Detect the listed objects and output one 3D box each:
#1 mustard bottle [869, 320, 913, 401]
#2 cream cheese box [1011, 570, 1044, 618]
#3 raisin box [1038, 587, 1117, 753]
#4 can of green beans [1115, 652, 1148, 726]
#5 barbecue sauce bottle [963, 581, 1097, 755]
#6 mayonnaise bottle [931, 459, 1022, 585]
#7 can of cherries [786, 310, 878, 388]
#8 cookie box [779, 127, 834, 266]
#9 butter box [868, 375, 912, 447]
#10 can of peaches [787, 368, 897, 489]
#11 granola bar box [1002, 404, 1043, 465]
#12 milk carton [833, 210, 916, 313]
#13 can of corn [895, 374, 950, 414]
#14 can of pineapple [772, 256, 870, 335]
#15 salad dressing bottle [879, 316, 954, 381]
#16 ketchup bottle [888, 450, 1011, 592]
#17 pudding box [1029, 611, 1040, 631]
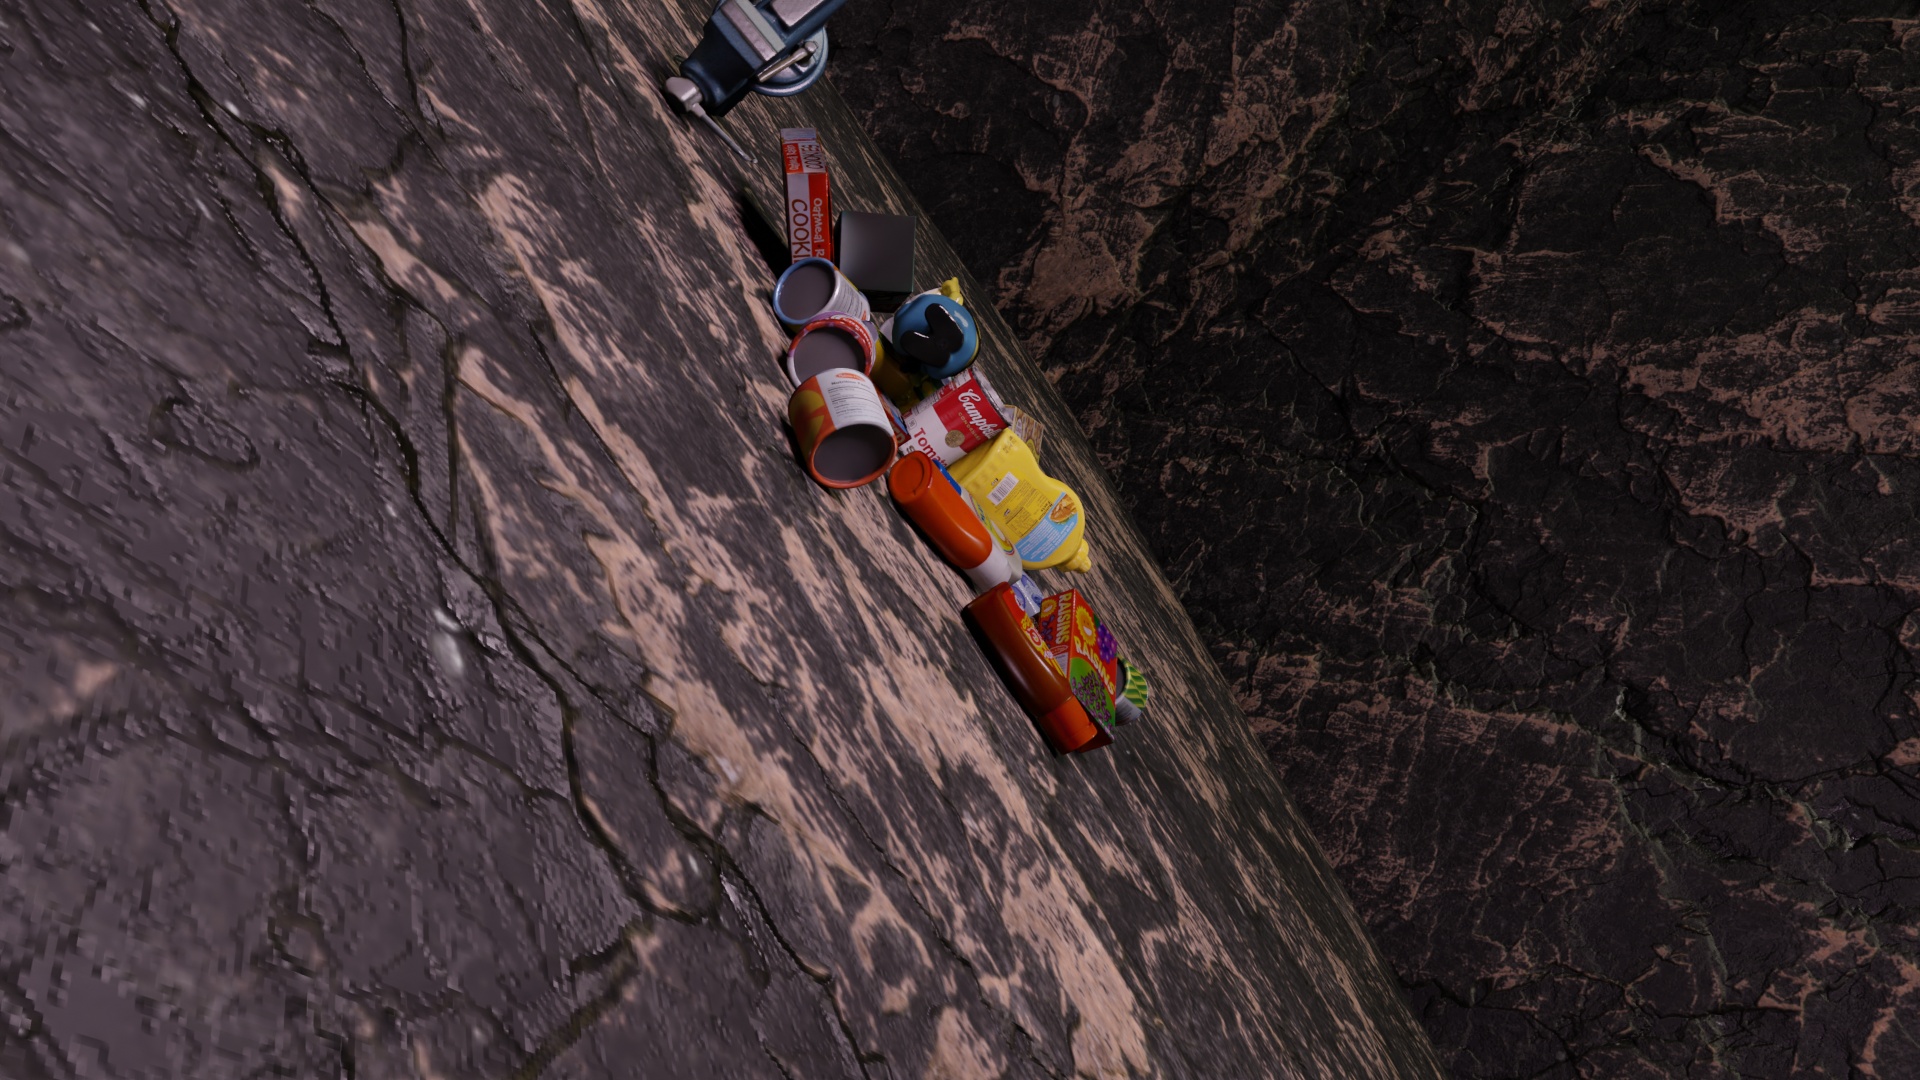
[{"bbox_3d":[-0.081,-0.169,1.327,0.065,0.049,0.160,61,11,25],"label":"mustard bottle"},{"bbox_3d":[0.061,0.056,1.380,0.053,0.024,0.104,57,10,9],"label":"cream cheese box"},{"bbox_3d":[0.105,0.117,1.257,0.086,0.040,0.124,50,32,-32],"label":"raisin box"},{"bbox_3d":[0.148,0.147,1.392,0.057,0.071,0.071,42,18,-56],"label":"can of green beans"},{"bbox_3d":[0.059,0.107,1.155,0.148,0.043,0.065,58,9,2],"label":"barbecue sauce bottle"},{"bbox_3d":[0.005,-0.016,1.282,0.147,0.041,0.065,49,14,-40],"label":"mayonnaise bottle"},{"bbox_3d":[-0.100,-0.148,1.103,0.071,0.071,0.058,55,10,-14],"label":"can of cherries"},{"bbox_3d":[-0.145,-0.309,1.314,0.168,0.040,0.122,-107,-166,-59],"label":"cookie box"},{"bbox_3d":[-0.084,-0.128,1.256,0.103,0.024,0.053,45,15,-52],"label":"butter box"},{"bbox_3d":[-0.084,-0.077,0.984,0.071,0.071,0.058,46,15,-48],"label":"can of peaches"},{"bbox_3d":[0.049,-0.076,1.503,0.165,0.039,0.124,13,85,-76],"label":"granola bar box"},{"bbox_3d":[-0.092,-0.266,1.360,0.190,0.072,0.073,-171,-97,-81],"label":"milk carton"},{"bbox_3d":[-0.036,-0.146,1.445,0.071,0.058,0.071,55,10,-14],"label":"can of corn"},{"bbox_3d":[-0.121,-0.202,1.194,0.071,0.071,0.057,63,11,29],"label":"can of pineapple"},{"bbox_3d":[-0.043,-0.204,1.632,0.147,0.044,0.064,46,16,-48],"label":"salad dressing bottle"},{"bbox_3d":[-0.006,-0.011,1.212,0.148,0.043,0.065,49,16,-38],"label":"ketchup bottle"},{"bbox_3d":[0.090,0.106,1.343,0.050,0.030,0.083,61,11,29],"label":"pudding box"}]
